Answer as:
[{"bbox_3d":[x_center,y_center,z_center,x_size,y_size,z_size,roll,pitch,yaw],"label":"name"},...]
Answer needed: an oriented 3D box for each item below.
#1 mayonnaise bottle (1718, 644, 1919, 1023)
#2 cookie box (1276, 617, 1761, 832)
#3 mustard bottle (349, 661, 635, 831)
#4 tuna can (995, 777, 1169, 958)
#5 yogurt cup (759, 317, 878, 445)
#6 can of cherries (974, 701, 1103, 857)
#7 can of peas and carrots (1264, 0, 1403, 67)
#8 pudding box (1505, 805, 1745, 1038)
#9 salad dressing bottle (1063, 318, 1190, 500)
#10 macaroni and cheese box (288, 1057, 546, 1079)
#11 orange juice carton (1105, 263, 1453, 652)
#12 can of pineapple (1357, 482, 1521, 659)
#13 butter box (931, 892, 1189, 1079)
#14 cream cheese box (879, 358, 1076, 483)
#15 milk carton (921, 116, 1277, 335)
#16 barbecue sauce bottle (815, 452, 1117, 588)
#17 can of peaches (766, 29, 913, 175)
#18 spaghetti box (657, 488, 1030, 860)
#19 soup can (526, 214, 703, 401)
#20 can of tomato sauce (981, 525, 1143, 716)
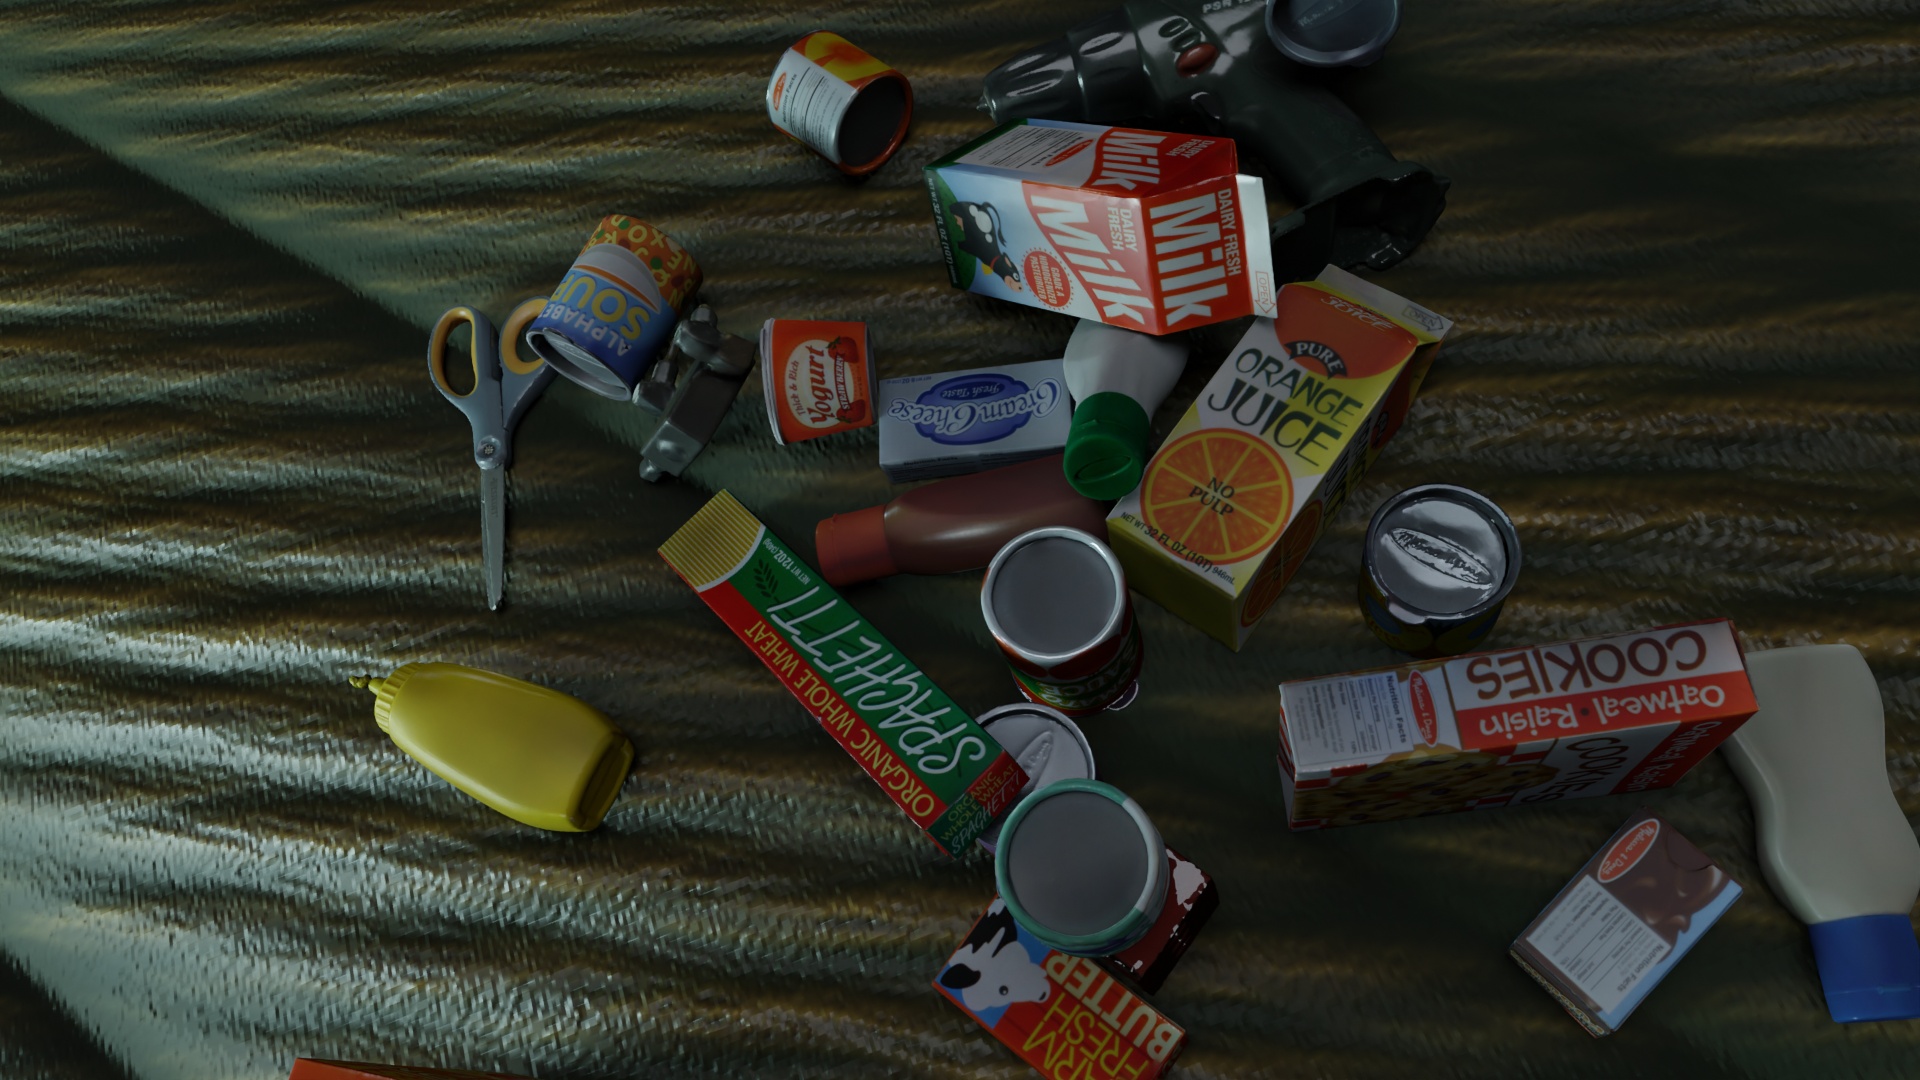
[{"bbox_3d":[0.356,0.119,0.570,0.065,0.041,0.148,-8,66,10],"label":"mayonnaise bottle"},{"bbox_3d":[0.217,0.079,0.570,0.167,0.122,0.040,-9,66,8],"label":"cookie box"},{"bbox_3d":[-0.244,0.094,0.703,0.160,0.048,0.065,19,71,20],"label":"mustard bottle"},{"bbox_3d":[0.046,0.129,0.548,0.071,0.032,0.071,-5,66,12],"label":"tuna can"},{"bbox_3d":[-0.074,-0.087,0.741,0.054,0.072,0.072,-5,65,1],"label":"yogurt cup"},{"bbox_3d":[0.033,0.115,0.629,0.071,0.058,0.072,-5,65,10],"label":"can of cherries"},{"bbox_3d":[0.190,-0.282,0.698,0.071,0.070,0.059,3,61,13],"label":"can of peas and carrots"},{"bbox_3d":[0.274,0.158,0.574,0.084,0.030,0.050,-43,64,-9],"label":"pudding box"},{"bbox_3d":[0.077,-0.075,0.675,0.064,0.044,0.148,-19,29,25],"label":"salad dressing bottle"},{"bbox_3d":[-0.170,0.242,0.555,0.124,0.166,0.040,6,69,15],"label":"macaroni and cheese box"},{"bbox_3d":[0.156,-0.050,0.669,0.072,0.072,0.193,33,76,23],"label":"orange juice carton"},{"bbox_3d":[0.215,0.016,0.635,0.071,0.057,0.071,-5,65,10],"label":"can of pineapple"},{"bbox_3d":[0.043,0.205,0.605,0.103,0.024,0.053,34,76,23],"label":"butter box"},{"bbox_3d":[0.009,-0.063,0.733,0.104,0.024,0.053,-6,67,10],"label":"cream cheese box"},{"bbox_3d":[0.075,-0.157,0.690,0.074,0.072,0.191,-36,38,-29],"label":"milk carton"},{"bbox_3d":[0.002,-0.009,0.694,0.148,0.043,0.065,-12,24,12],"label":"barbecue sauce bottle"},{"bbox_3d":[-0.068,-0.257,0.815,0.058,0.071,0.071,38,79,24],"label":"can of peaches"},{"bbox_3d":[-0.064,0.053,0.656,0.050,0.028,0.251,-44,48,-8],"label":"spaghetti box"},{"bbox_3d":[-0.194,-0.132,0.781,0.071,0.071,0.084,21,72,20],"label":"soup can"},{"bbox_3d":[0.050,0.040,0.645,0.071,0.083,0.071,-5,65,10],"label":"can of tomato sauce"}]
